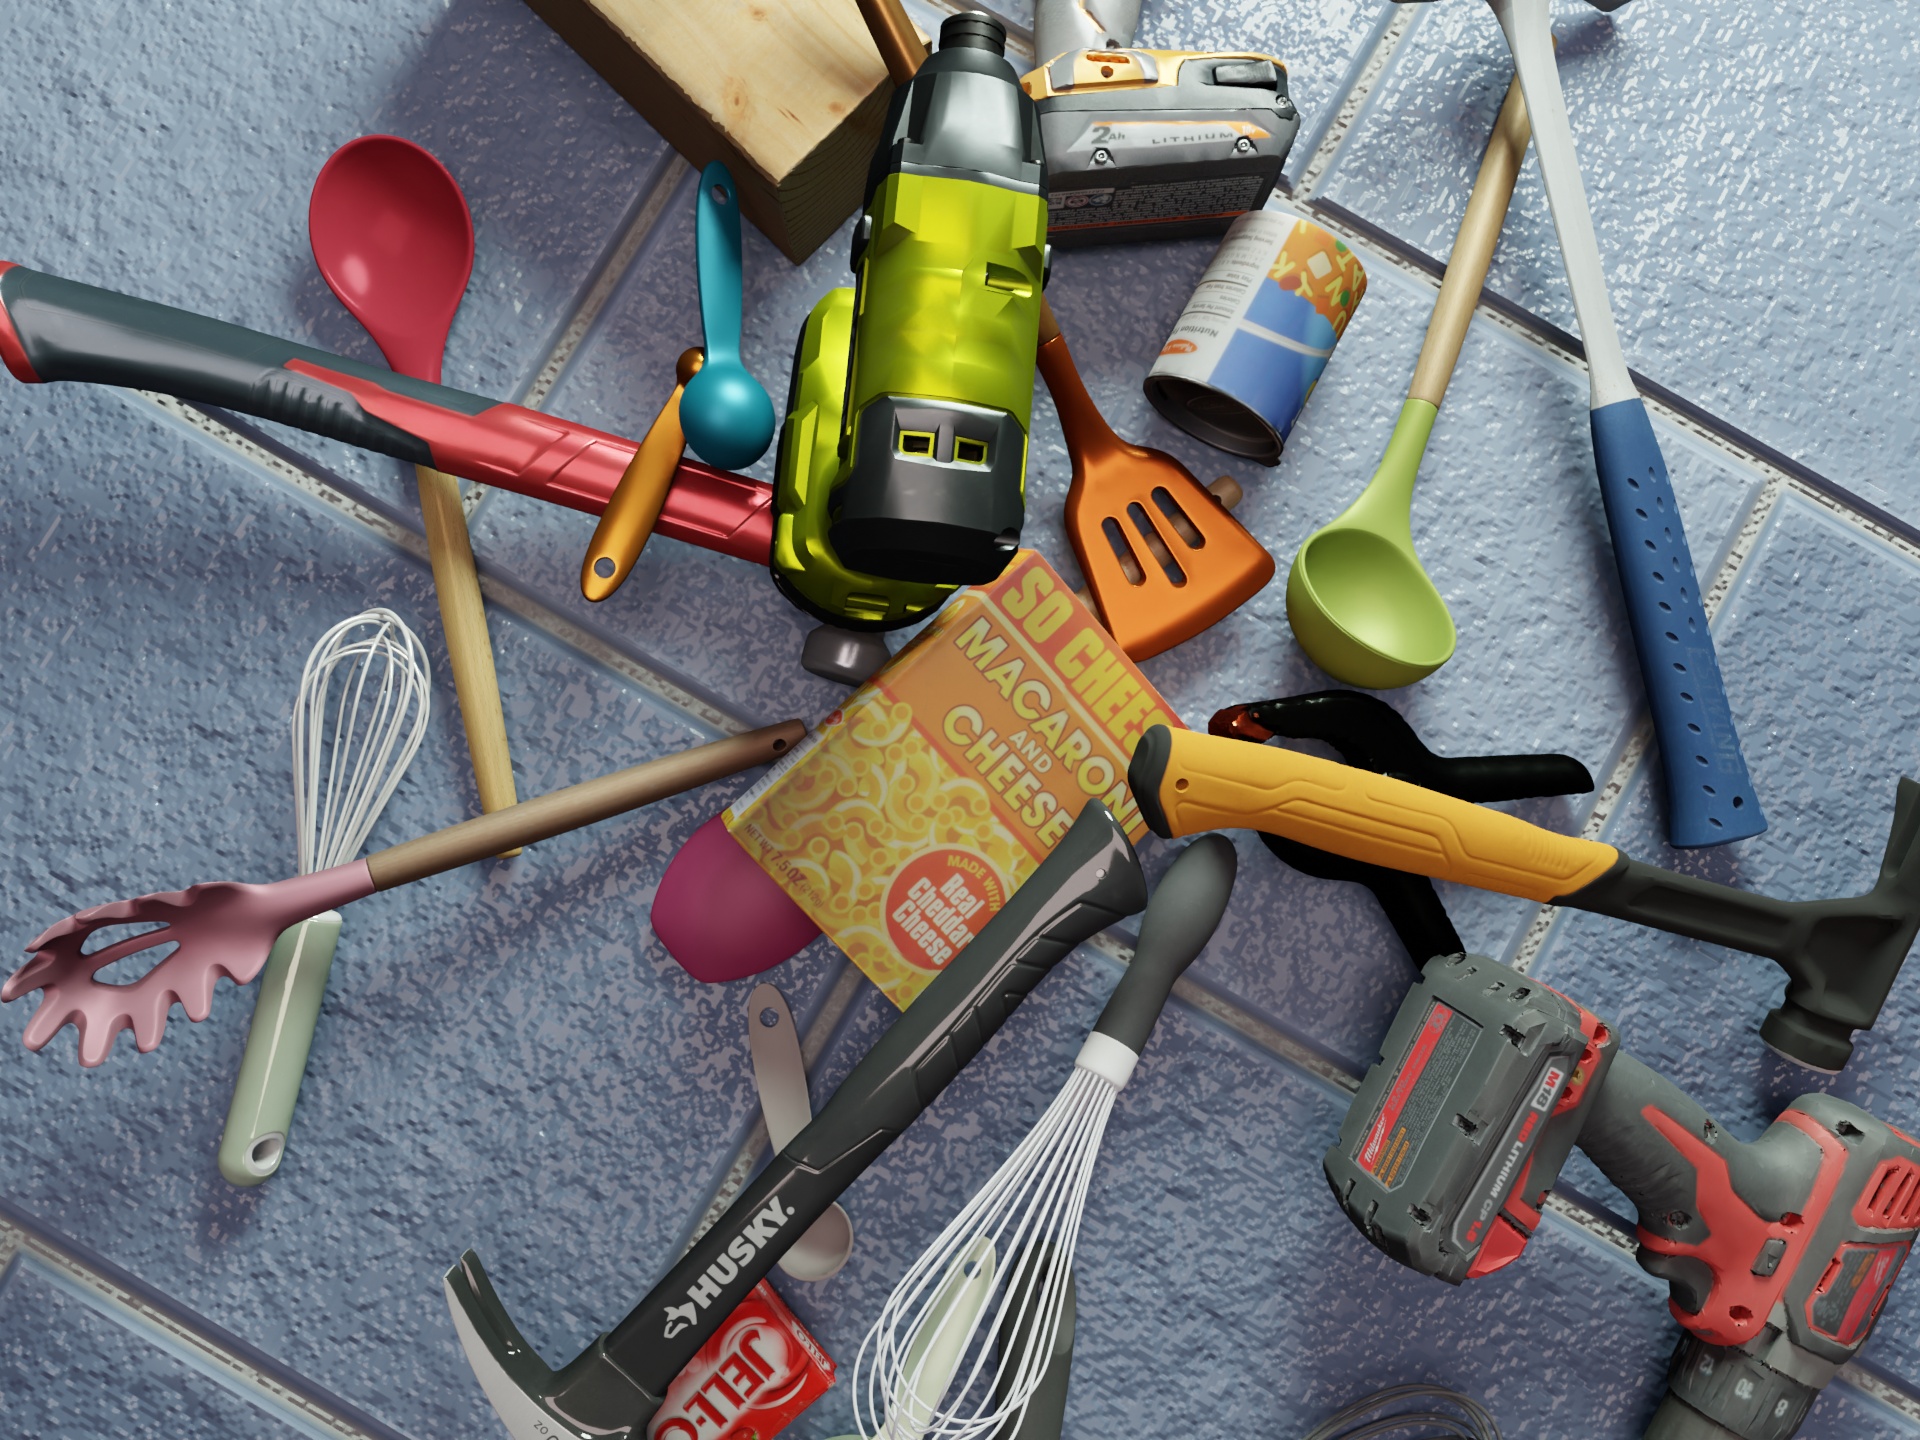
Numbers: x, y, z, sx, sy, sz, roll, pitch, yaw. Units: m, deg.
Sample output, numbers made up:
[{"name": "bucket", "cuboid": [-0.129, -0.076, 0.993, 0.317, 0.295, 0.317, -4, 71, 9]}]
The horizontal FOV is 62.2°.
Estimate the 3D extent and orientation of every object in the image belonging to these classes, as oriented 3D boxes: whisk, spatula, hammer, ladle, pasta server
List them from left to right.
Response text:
[{"name": "whisk", "cuboid": [-0.270, 0.073, 0.665, 0.059, 0.057, 0.246, 11, 87, 34]}, {"name": "pasta server", "cuboid": [-0.209, 0.056, 0.639, 0.316, 0.040, 0.060, -19, 113, -16]}, {"name": "ladle", "cuboid": [-0.224, -0.096, 0.688, 0.069, 0.031, 0.315, -11, 87, -5]}, {"name": "hammer", "cuboid": [-0.199, -0.133, 0.662, 0.386, 0.038, 0.143, 16, 83, -8]}, {"name": "hammer", "cuboid": [-0.051, 0.161, 0.621, 0.146, 0.035, 0.335, 43, 89, -1]}, {"name": "whisk", "cuboid": [0.017, 0.352, 0.606, 0.073, 0.073, 0.296, 9, 65, -1]}, {"name": "spatula", "cuboid": [0.027, -0.176, 0.646, 0.081, 0.041, 0.322, -31, 110, -4]}, {"name": "whisk", "cuboid": [0.043, 0.166, 0.641, 0.070, 0.070, 0.285, 30, 71, 1]}, {"name": "whisk", "cuboid": [0.105, 0.327, 0.646, 0.239, 0.055, 0.055, -20, 85, 1]}, {"name": "ladle", "cuboid": [0.215, -0.163, 0.691, 0.078, 0.062, 0.320, 22, 81, -13]}, {"name": "hammer", "cuboid": [0.230, 0.049, 0.634, 0.336, 0.034, 0.127, 14, 105, -10]}, {"name": "hammer", "cuboid": [0.285, -0.148, 0.687, 0.144, 0.035, 0.405, -13, 89, -26]}]

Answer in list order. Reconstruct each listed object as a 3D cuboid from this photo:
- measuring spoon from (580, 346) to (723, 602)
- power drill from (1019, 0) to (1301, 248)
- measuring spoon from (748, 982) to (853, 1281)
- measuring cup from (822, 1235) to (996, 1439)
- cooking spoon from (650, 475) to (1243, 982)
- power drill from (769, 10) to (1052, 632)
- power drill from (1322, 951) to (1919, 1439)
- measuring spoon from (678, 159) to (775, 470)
[{"name": "measuring spoon", "cuboid": [-0.126, -0.101, 0.646, 0.021, 0.011, 0.117, 24, 81, -6]}, {"name": "power drill", "cuboid": [0.093, -0.331, 0.694, 0.185, 0.084, 0.226, -6, 80, -3]}, {"name": "measuring spoon", "cuboid": [-0.071, 0.173, 0.674, 0.034, 0.018, 0.124, -12, 78, -4]}, {"name": "measuring cup", "cuboid": [-0.026, 0.290, 0.653, 0.083, 0.038, 0.168, 26, 78, 1]}, {"name": "cooking spoon", "cuboid": [-0.001, -0.002, 0.687, 0.319, 0.017, 0.069, -40, 90, -5]}, {"name": "power drill", "cuboid": [-0.017, -0.121, 0.558, 0.080, 0.223, 0.171, 7, 83, -10]}, {"name": "power drill", "cuboid": [0.262, 0.211, 0.633, 0.226, 0.080, 0.188, 26, 92, -13]}, {"name": "measuring spoon", "cuboid": [-0.093, -0.166, 0.644, 0.042, 0.021, 0.128, 0, 86, -38]}]
